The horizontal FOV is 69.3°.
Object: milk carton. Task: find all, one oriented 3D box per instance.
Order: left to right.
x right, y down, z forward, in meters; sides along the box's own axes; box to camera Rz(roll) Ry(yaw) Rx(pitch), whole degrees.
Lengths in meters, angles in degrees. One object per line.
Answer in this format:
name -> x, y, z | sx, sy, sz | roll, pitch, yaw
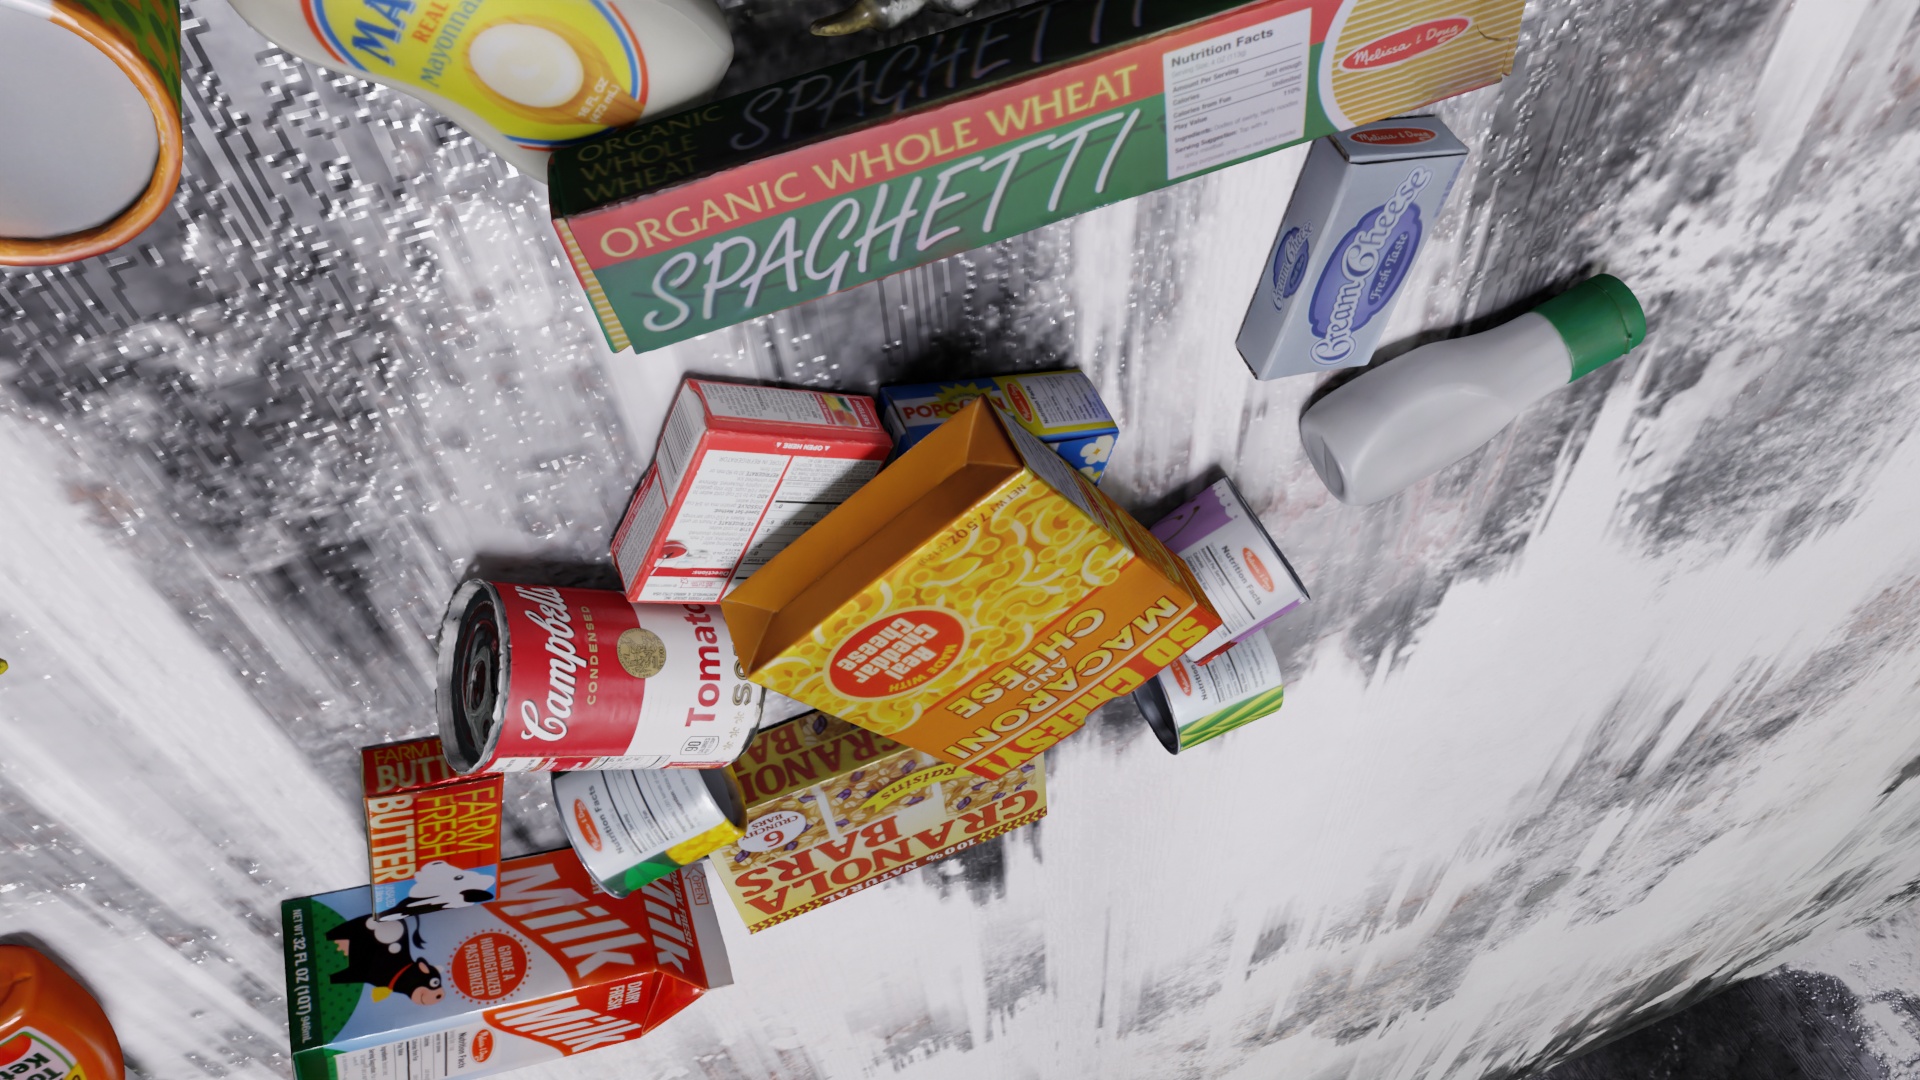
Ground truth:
milk carton -> -0.205, 0.196, 0.644 | 0.191, 0.072, 0.073 | -5, 139, -25

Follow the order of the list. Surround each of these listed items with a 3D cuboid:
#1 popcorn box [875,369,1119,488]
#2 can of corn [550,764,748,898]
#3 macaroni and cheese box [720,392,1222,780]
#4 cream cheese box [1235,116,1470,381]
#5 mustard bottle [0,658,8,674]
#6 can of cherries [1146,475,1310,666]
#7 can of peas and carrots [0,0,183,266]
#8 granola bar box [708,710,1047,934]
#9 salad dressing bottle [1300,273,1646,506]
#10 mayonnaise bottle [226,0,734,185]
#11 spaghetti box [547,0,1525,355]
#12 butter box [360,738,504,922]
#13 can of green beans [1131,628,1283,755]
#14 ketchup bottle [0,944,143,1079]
popcorn box -> 0.002, -0.007, 0.549 | 0.085, 0.038, 0.126 | -9, 140, -24
can of corn -> -0.130, 0.107, 0.588 | 0.058, 0.071, 0.071 | -26, 144, 0
macaroni and cheese box -> 0.011, 0.029, 0.529 | 0.123, 0.040, 0.166 | -37, 143, 15
cream cheese box -> 0.146, -0.108, 0.524 | 0.053, 0.024, 0.103 | -10, 141, -21
mustard bottle -> -0.358, 0.044, 0.380 | 0.161, 0.049, 0.065 | -4, 140, -27
can of cherries -> 0.113, 0.014, 0.622 | 0.058, 0.072, 0.071 | -35, 143, 12
can of peas and carrots -> -0.200, -0.099, 0.293 | 0.071, 0.059, 0.070 | -16, 143, -13
granola bar box -> -0.042, 0.123, 0.682 | 0.166, 0.039, 0.123 | -20, 143, -9
salad dressing bottle -> 0.224, -0.068, 0.607 | 0.148, 0.044, 0.064 | -27, 142, -1
mayonnaise bottle -> -0.127, -0.130, 0.314 | 0.148, 0.041, 0.064 | 17, 128, -44
spaghetti box -> 0.022, -0.109, 0.355 | 0.250, 0.029, 0.050 | -18, 144, -2
butter box -> -0.221, 0.121, 0.582 | 0.053, 0.024, 0.103 | -6, 139, -25
can of green beans -> 0.118, 0.064, 0.685 | 0.058, 0.071, 0.071 | -21, 144, -8
ketchup bottle -> -0.388, 0.221, 0.587 | 0.065, 0.044, 0.148 | -16, 143, -14
